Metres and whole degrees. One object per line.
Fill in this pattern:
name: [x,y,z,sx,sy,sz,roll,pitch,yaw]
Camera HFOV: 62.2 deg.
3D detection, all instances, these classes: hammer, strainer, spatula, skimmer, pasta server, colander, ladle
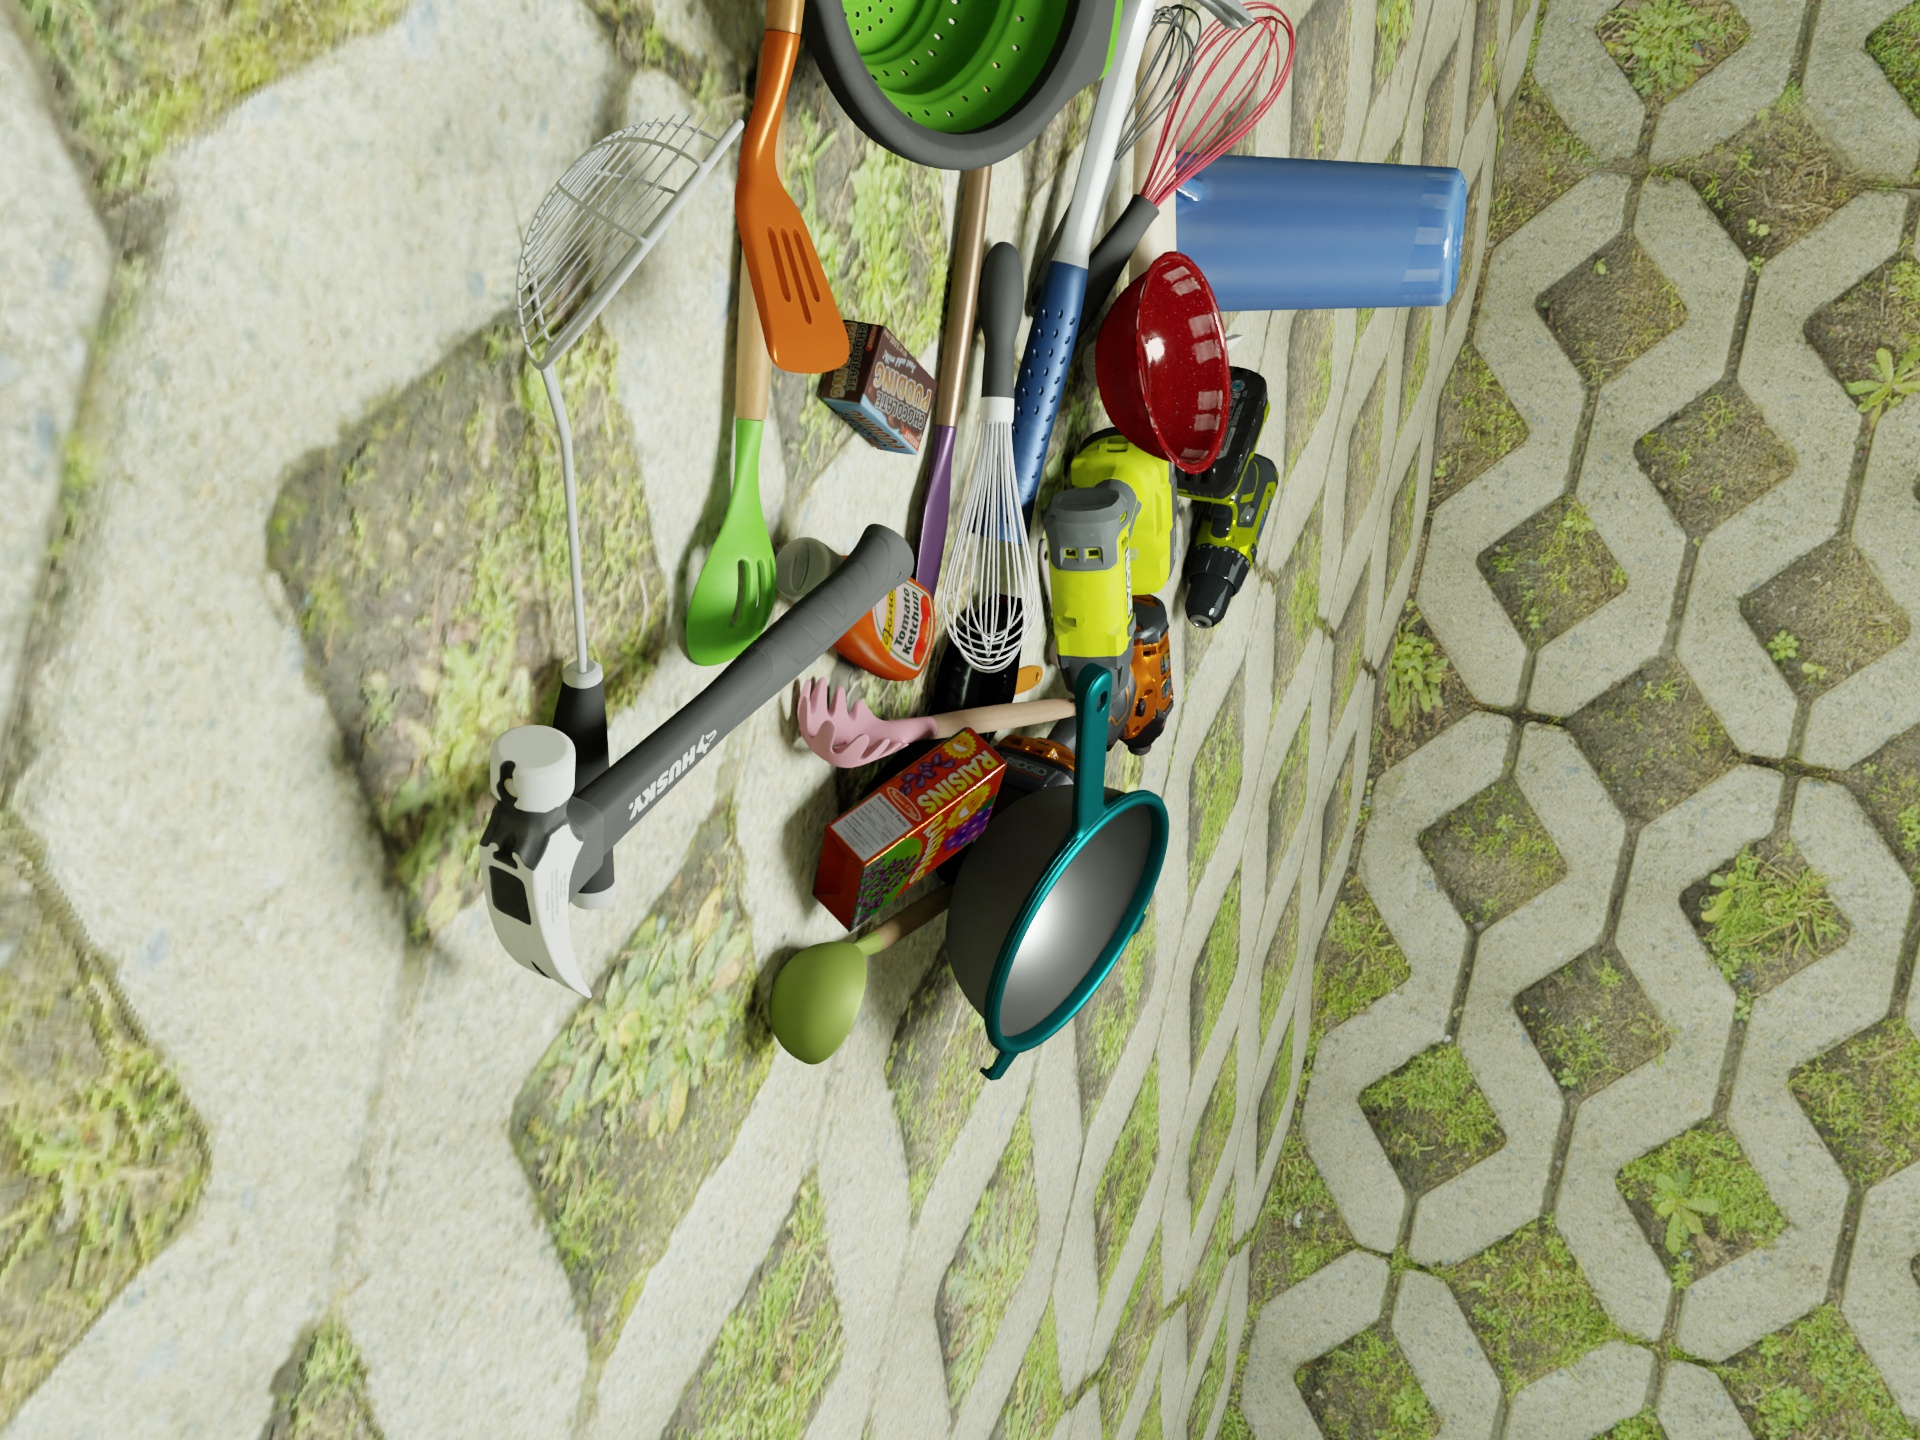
hammer: [0.083,-0.319,1.082,0.035,0.144,0.405,-137,-120,-70]
strainer: [0.054,0.079,1.095,0.211,0.095,0.340,-40,146,-34]
spatula: [-0.063,-0.309,0.657,0.081,0.041,0.322,-35,134,-66]
spatula: [-0.005,-0.216,1.028,0.060,0.018,0.316,-36,135,-72]
skimmer: [-0.140,-0.075,0.700,0.127,0.090,0.363,-99,-168,-64]
hammer: [-0.110,-0.007,0.765,0.335,0.035,0.146,-49,156,-49]
hammer: [0.152,-0.462,1.184,0.146,0.038,0.410,-21,121,-30]
pasta server: [-0.002,-0.003,1.049,0.316,0.060,0.040,-8,135,-55]
colander: [-0.081,-0.363,0.719,0.397,0.095,0.204,-16,119,-44]
ladle: [-0.040,0.153,1.091,0.078,0.062,0.320,-53,168,20]

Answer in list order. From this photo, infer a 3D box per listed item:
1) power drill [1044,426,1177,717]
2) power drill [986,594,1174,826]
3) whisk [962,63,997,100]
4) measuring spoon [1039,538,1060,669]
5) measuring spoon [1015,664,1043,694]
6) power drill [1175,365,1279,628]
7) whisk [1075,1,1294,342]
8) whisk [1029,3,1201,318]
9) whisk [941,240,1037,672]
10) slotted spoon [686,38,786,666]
power drill: [0.112,-0.117,1.201,0.223,0.080,0.171,-64,152,-58]
power drill: [0.107,0.022,1.298,0.226,0.084,0.164,-53,148,-34]
whisk: [0.033,-0.485,0.952,0.051,0.047,0.245,-13,117,-66]
measuring spoon: [0.073,-0.094,1.279,0.034,0.018,0.124,-46,136,-36]
measuring spoon: [0.044,-0.027,1.241,0.117,0.011,0.021,-22,122,-62]
power drill: [0.251,-0.214,1.542,0.228,0.080,0.191,61,46,-61]
whisk: [0.145,-0.390,1.149,0.296,0.073,0.073,-56,156,2]
whisk: [0.105,-0.391,1.117,0.239,0.055,0.055,-66,157,6]
whisk: [0.022,-0.174,1.060,0.070,0.070,0.284,-7,100,-65]
slotted spoon: [-0.106,-0.179,0.808,0.070,0.031,0.313,-19,117,-63]
